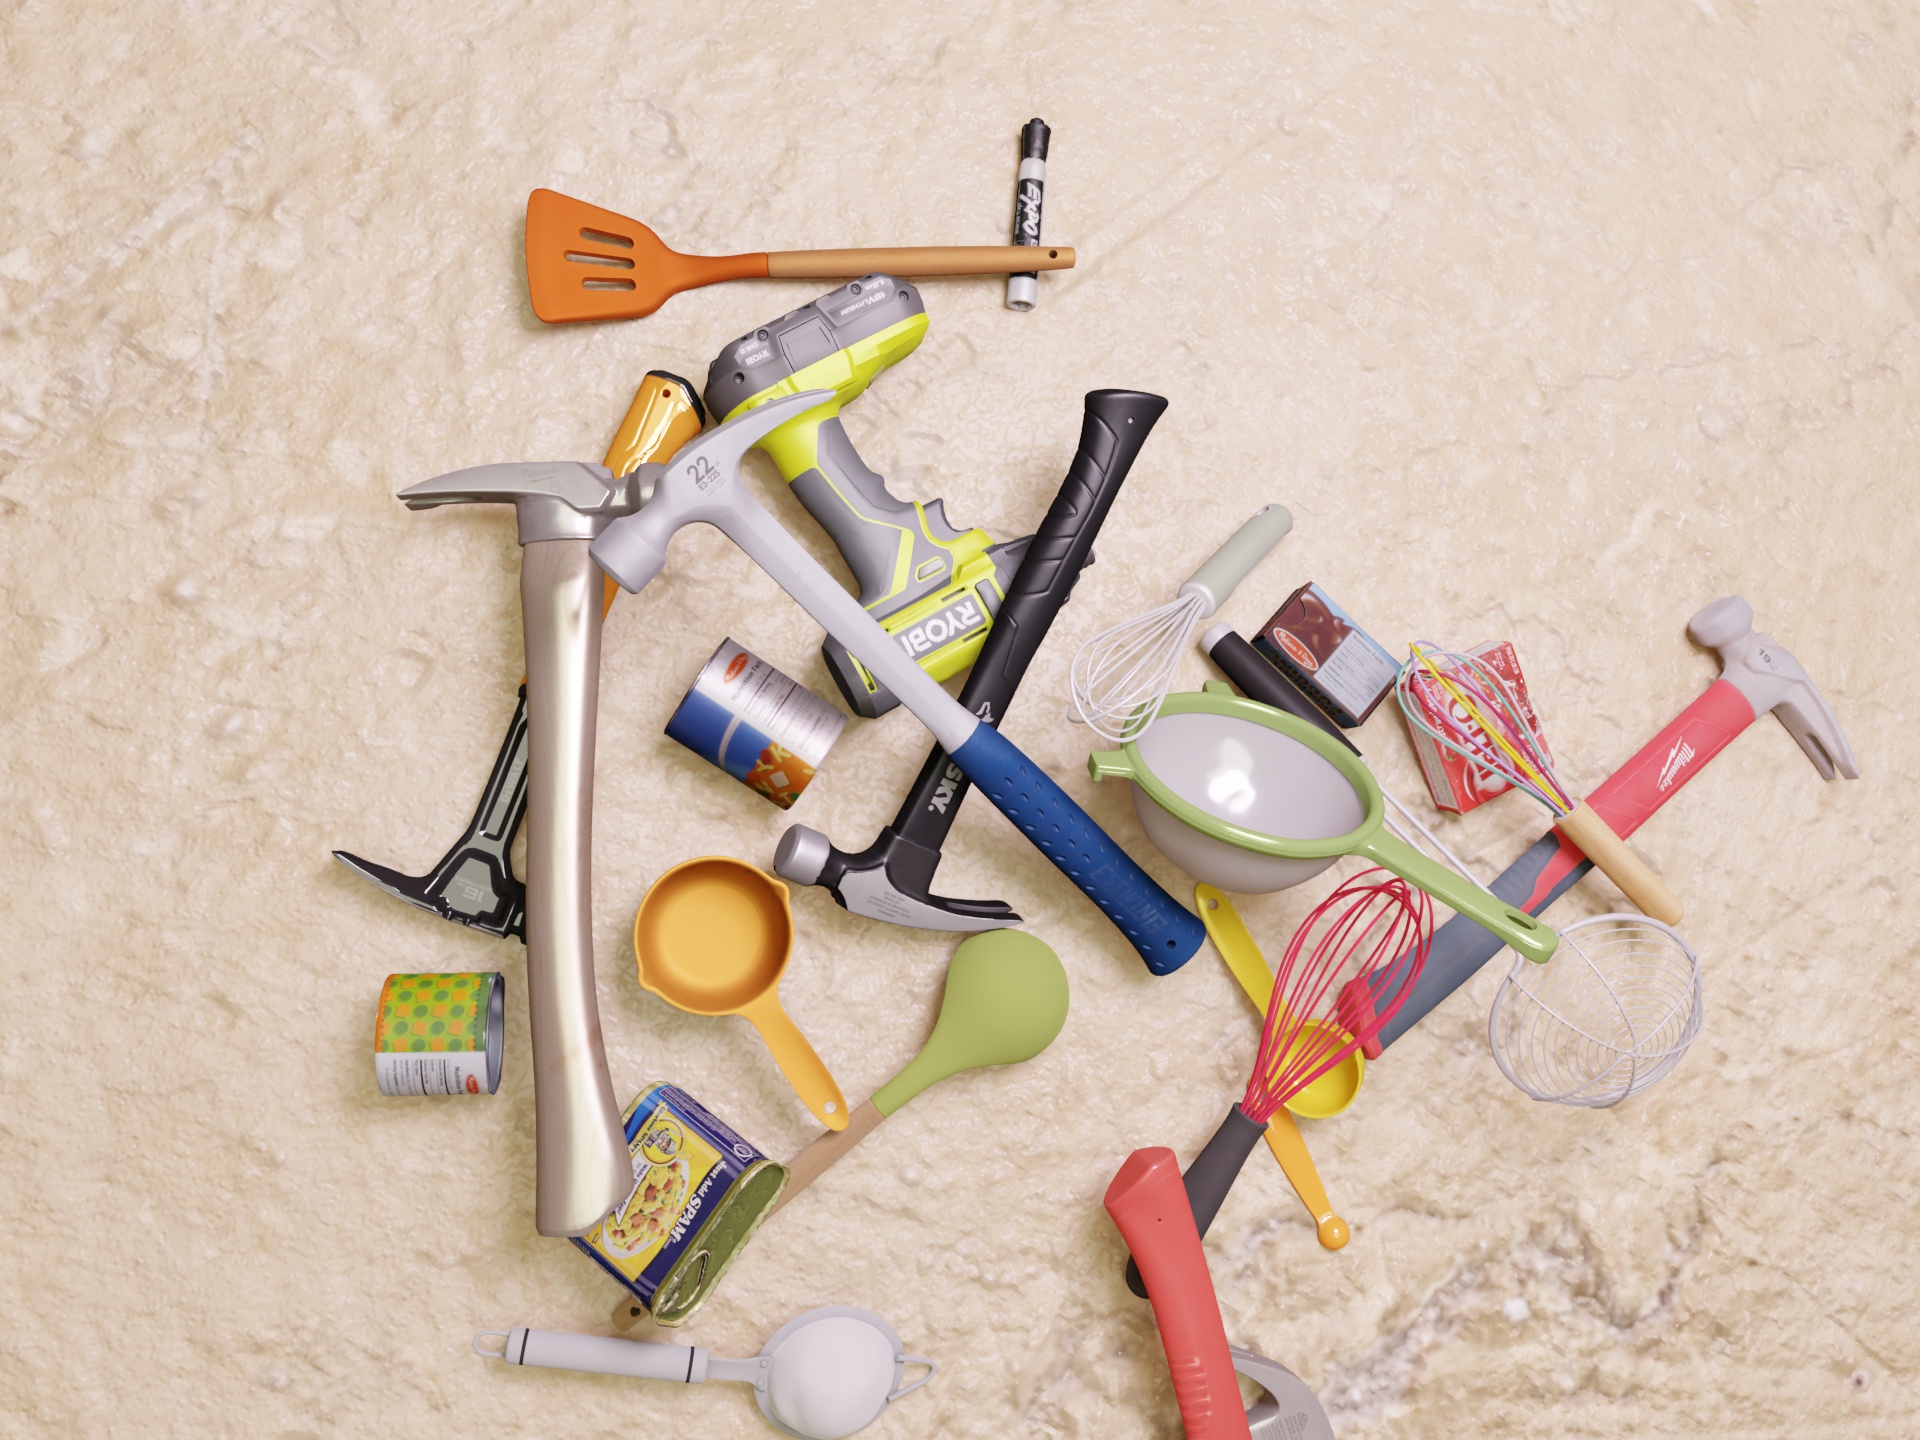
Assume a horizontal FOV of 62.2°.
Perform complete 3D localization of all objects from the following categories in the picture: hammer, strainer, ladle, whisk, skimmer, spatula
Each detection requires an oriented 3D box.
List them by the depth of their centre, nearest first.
[{"bbox_3d":[-0.224,0.063,0.851,0.146,0.038,0.411,-2,81,-4],"label":"hammer"},{"bbox_3d":[-0.001,-0.003,0.858,0.144,0.035,0.405,-46,112,-2],"label":"hammer"},{"bbox_3d":[0.196,0.076,0.872,0.256,0.069,0.151,32,34,23],"label":"strainer"},{"bbox_3d":[-0.137,0.358,0.875,0.258,0.050,0.087,10,101,-8],"label":"strainer"},{"bbox_3d":[0.158,0.414,0.890,0.149,0.037,0.359,-14,91,-10],"label":"hammer"},{"bbox_3d":[0.031,-0.035,0.898,0.146,0.035,0.335,25,95,-22],"label":"hammer"},{"bbox_3d":[0.059,0.458,0.907,0.331,0.031,0.130,-18,88,-11],"label":"hammer"},{"bbox_3d":[-0.232,-0.048,0.907,0.127,0.034,0.337,22,81,-8],"label":"hammer"},{"bbox_3d":[-0.068,0.236,0.909,0.320,0.062,0.078,-39,92,-4],"label":"ladle"},{"bbox_3d":[0.178,0.211,0.912,0.073,0.073,0.296,30,98,-6],"label":"whisk"},{"bbox_3d":[0.133,-0.065,0.920,0.059,0.058,0.246,53,50,-7],"label":"whisk"},{"bbox_3d":[-0.090,-0.274,0.943,0.322,0.041,0.081,-3,84,-5],"label":"spatula"},{"bbox_3d":[0.281,0.076,0.951,0.127,0.090,0.363,-46,71,12],"label":"skimmer"},{"bbox_3d":[0.349,0.041,0.953,0.245,0.047,0.051,44,79,-9],"label":"whisk"},{"bbox_3d":[0.396,0.090,0.999,0.386,0.038,0.143,-38,93,-11],"label":"hammer"}]

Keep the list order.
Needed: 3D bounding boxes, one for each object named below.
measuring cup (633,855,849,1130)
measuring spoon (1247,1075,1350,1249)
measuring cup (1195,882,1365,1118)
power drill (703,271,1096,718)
[{"bbox_3d":[-0.116,0.155,0.898,0.095,0.052,0.173,-34,93,-11],"label":"measuring cup"},{"bbox_3d":[0.205,0.267,0.961,0.021,0.011,0.117,-27,89,-11],"label":"measuring spoon"},{"bbox_3d":[0.189,0.165,0.962,0.062,0.029,0.157,-35,76,22],"label":"measuring cup"},{"bbox_3d":[-0.036,-0.136,0.931,0.171,0.080,0.223,-29,94,-10],"label":"power drill"}]
